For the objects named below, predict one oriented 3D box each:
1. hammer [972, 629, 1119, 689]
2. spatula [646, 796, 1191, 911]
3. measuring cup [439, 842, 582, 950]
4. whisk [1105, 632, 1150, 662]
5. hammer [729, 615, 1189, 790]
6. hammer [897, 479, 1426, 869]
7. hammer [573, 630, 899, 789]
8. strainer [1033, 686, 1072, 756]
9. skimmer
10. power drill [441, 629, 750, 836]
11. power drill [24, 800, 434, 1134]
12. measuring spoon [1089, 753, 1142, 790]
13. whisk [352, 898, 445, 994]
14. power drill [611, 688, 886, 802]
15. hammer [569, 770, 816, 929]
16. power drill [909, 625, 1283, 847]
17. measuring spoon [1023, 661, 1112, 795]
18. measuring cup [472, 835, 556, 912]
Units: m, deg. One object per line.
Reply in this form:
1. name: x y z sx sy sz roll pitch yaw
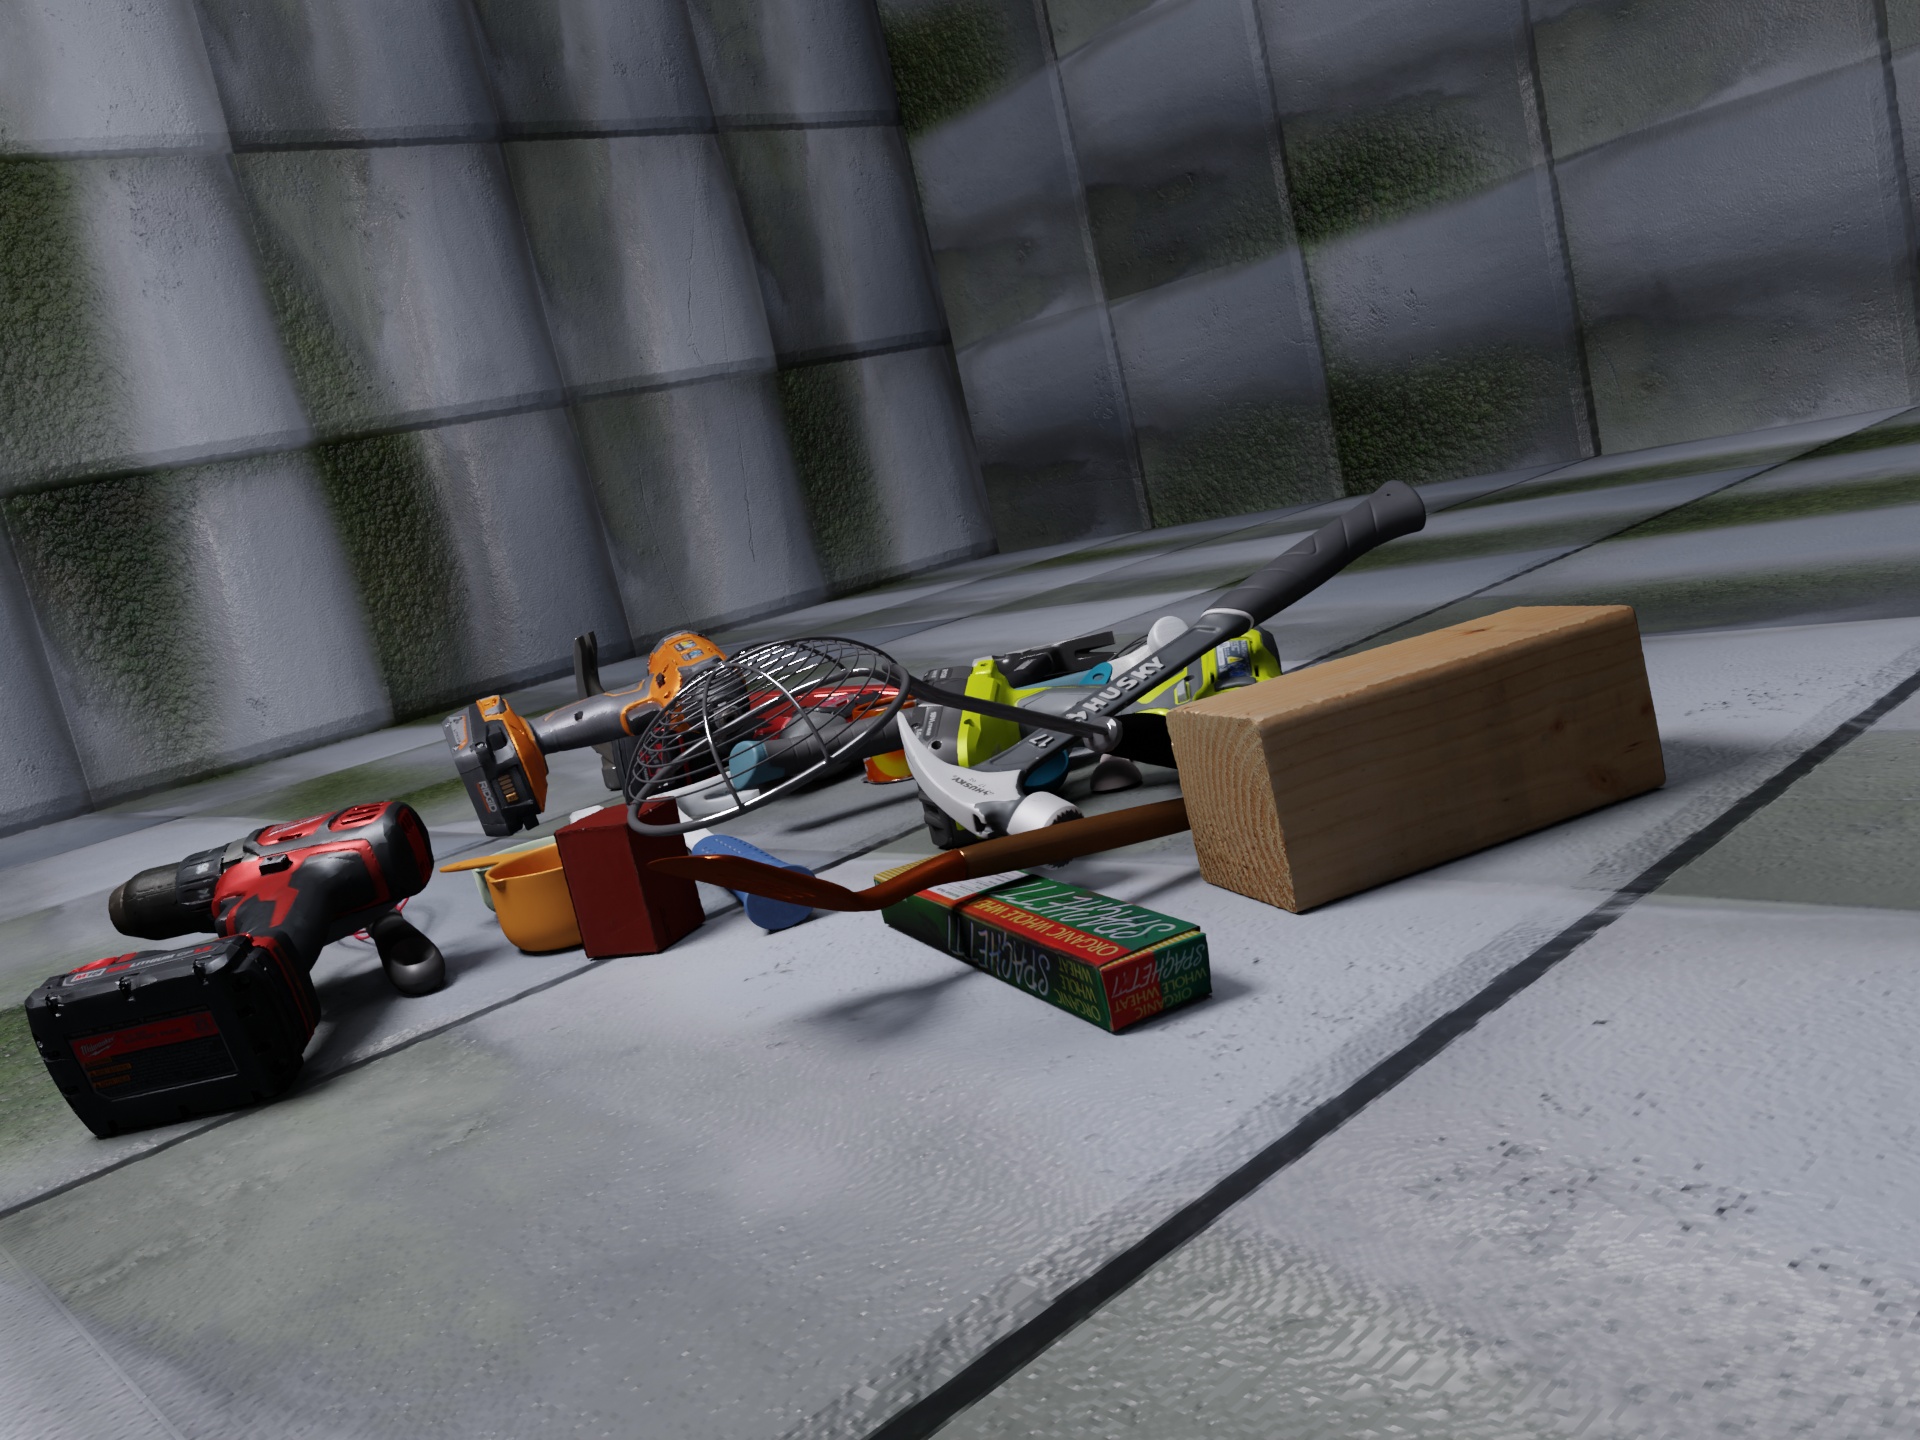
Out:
1. hammer: 0.053 -0.033 1.427 0.146 0.035 0.335 -11 7 14
2. spatula: 0.019 0.053 0.739 0.322 0.041 0.081 -10 -2 -30
3. measuring cup: -0.267 0.108 0.984 0.174 0.052 0.095 -8 10 41
4. whisk: 0.098 -0.019 1.280 0.239 0.055 0.055 -23 12 -26
5. hammer: -0.002 -0.004 1.137 0.331 0.033 0.128 -13 -20 -16
6. hammer: 0.140 -0.050 0.942 0.409 0.036 0.149 -33 38 -30
7. hammer: -0.179 -0.018 1.429 0.359 0.149 0.037 -3 16 20
8. strainer: 0.115 -0.005 1.136 0.258 0.050 0.086 -16 -35 -19
9. skimmer: 0.020 0.026 0.734 0.363 0.090 0.127 11 -10 -39
10. power drill: -0.273 0.006 1.230 0.226 0.084 0.164 -23 24 -16
11. power drill: -0.405 0.122 0.859 0.188 0.080 0.227 -12 21 4
12. measuring spoon: 0.102 0.026 1.064 0.034 0.018 0.124 -12 8 7
13. whisk: -0.375 0.126 1.024 0.073 0.073 0.296 -18 17 -27
14. power drill: -0.177 0.021 1.333 0.220 0.078 0.143 -5 12 28
15. hammer: -0.162 0.080 1.052 0.144 0.035 0.406 -16 9 -19
16. power drill: 0.087 0.009 0.966 0.223 0.080 0.171 -9 26 11
17. measuring spoon: 0.074 0.008 1.071 0.042 0.021 0.129 8 46 33
18. measuring cup: -0.251 0.101 1.043 0.167 0.038 0.083 -5 12 38
